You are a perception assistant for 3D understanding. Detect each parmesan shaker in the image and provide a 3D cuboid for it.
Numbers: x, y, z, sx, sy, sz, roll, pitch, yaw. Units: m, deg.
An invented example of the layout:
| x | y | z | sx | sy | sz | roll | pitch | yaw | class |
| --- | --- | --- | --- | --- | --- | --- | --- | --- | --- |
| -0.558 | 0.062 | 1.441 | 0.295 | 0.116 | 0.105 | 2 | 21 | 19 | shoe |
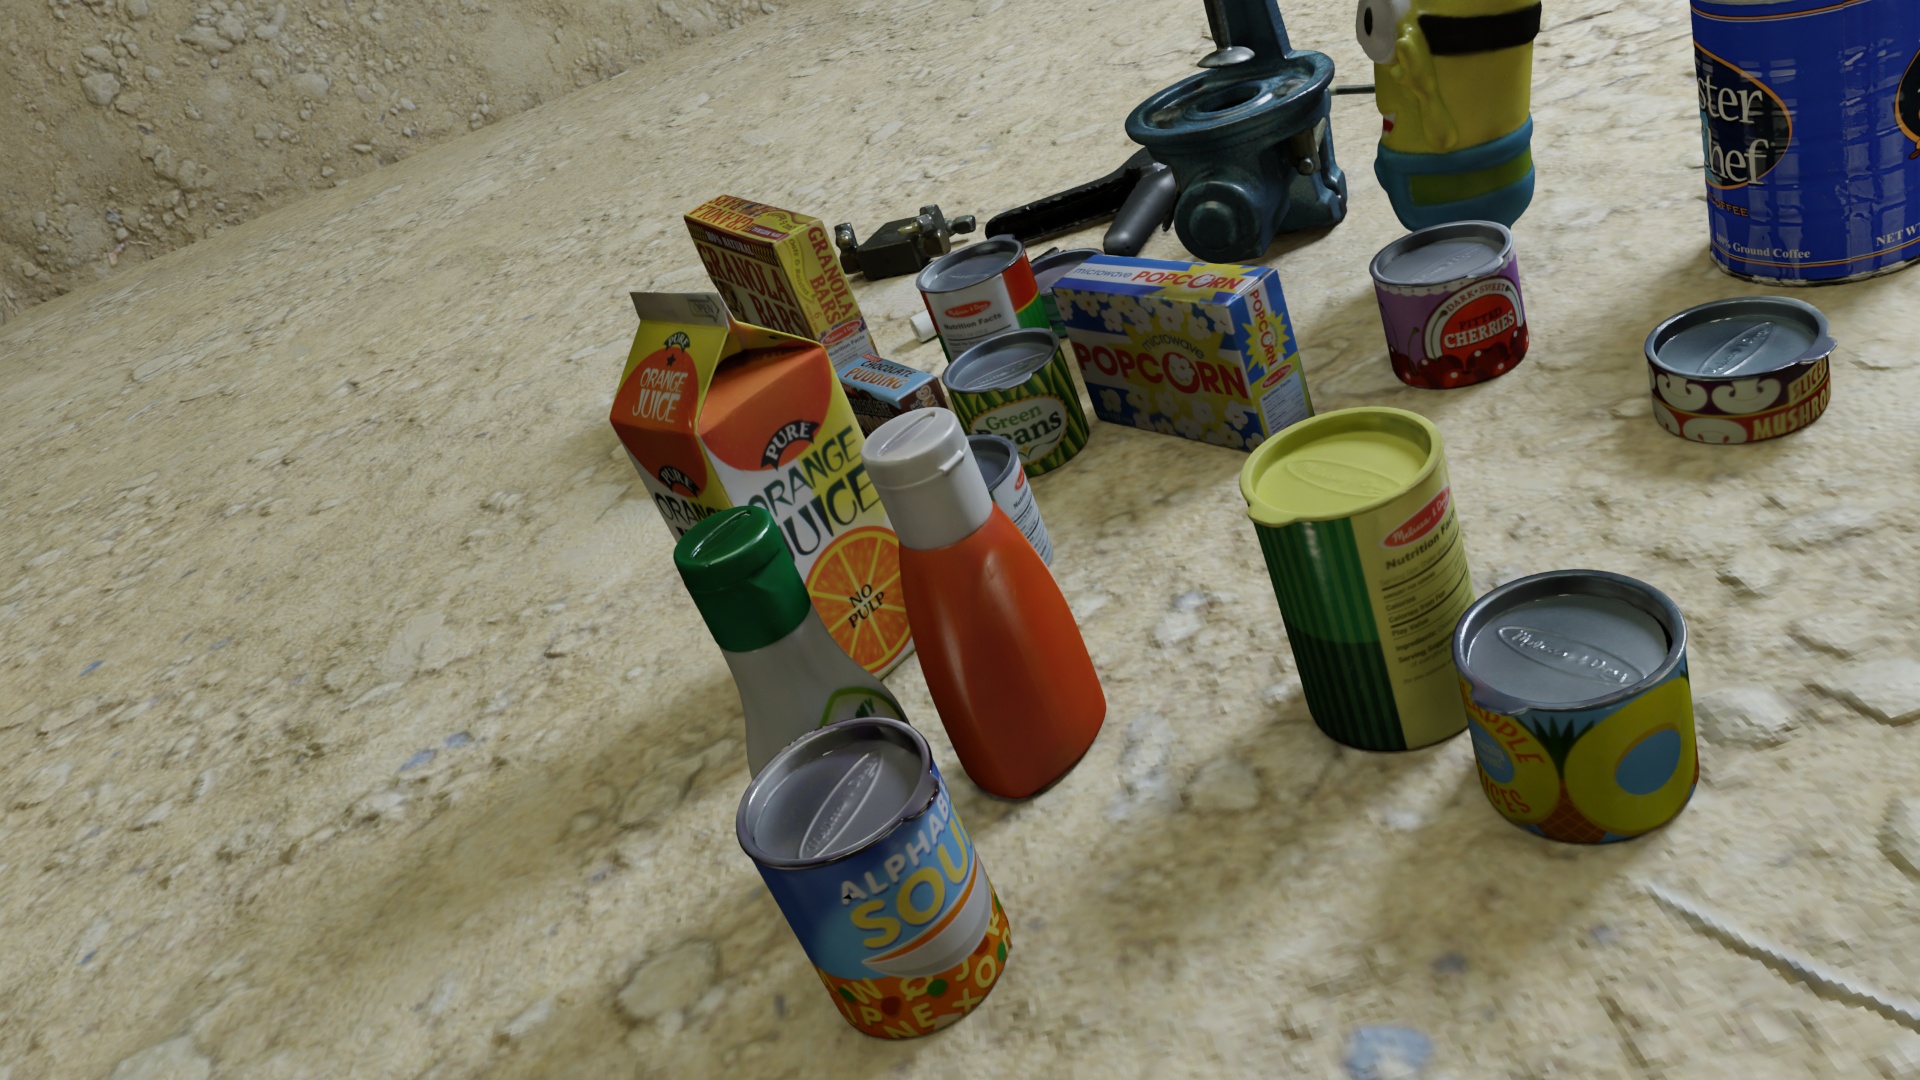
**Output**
| x | y | z | sx | sy | sz | roll | pitch | yaw | class |
| --- | --- | --- | --- | --- | --- | --- | --- | --- | --- |
| 0.139 | 0.016 | 0.481 | 0.071 | 0.102 | 0.071 | -17 | 30 | 10 | parmesan shaker |

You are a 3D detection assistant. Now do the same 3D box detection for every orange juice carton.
| x | y | z | sx | sy | sz | roll | pitch | yaw | class |
| --- | --- | --- | --- | --- | --- | --- | --- | --- | --- |
| -0.085 | -0.024 | 0.608 | 0.072 | 0.192 | 0.073 | 13 | 45 | 47 | orange juice carton |

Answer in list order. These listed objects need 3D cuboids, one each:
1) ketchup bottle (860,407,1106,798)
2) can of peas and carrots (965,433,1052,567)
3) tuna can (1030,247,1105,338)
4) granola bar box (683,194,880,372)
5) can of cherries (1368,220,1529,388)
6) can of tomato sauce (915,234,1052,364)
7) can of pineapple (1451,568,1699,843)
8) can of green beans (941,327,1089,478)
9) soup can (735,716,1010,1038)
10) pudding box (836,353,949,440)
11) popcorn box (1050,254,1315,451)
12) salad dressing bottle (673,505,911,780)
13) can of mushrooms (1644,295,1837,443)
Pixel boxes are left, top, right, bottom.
| x | y | z | sx | sy | sz | roll | pitch | yaw | class |
| --- | --- | --- | --- | --- | --- | --- | --- | --- | --- |
| 0.007 | 0.023 | 0.513 | 0.043 | 0.148 | 0.065 | 12 | 44 | 46 | ketchup bottle |
| 0.002 | -0.008 | 0.660 | 0.071 | 0.058 | 0.071 | -17 | 30 | 10 | can of peas and carrots |
| 0.068 | -0.158 | 0.889 | 0.071 | 0.032 | 0.071 | -17 | 30 | 10 | tuna can |
| -0.118 | -0.160 | 0.926 | 0.039 | 0.123 | 0.166 | -33 | 31 | -17 | granola bar box |
| 0.238 | -0.113 | 0.673 | 0.071 | 0.058 | 0.072 | -17 | 30 | 10 | can of cherries |
| 0.020 | -0.127 | 0.820 | 0.071 | 0.082 | 0.071 | -17 | 30 | 10 | can of tomato sauce |
| 0.190 | 0.052 | 0.433 | 0.071 | 0.057 | 0.071 | -17 | 30 | 10 | can of pineapple |
| 0.030 | -0.073 | 0.749 | 0.071 | 0.057 | 0.071 | -17 | 30 | 10 | can of green beans |
| -0.024 | 0.111 | 0.455 | 0.071 | 0.083 | 0.072 | -17 | 30 | 10 | soup can |
| -0.037 | -0.076 | 0.808 | 0.030 | 0.049 | 0.084 | -34 | 31 | -19 | pudding box |
| 0.110 | -0.097 | 0.706 | 0.038 | 0.085 | 0.127 | -38 | 32 | -25 | popcorn box |
| -0.057 | 0.057 | 0.501 | 0.044 | 0.147 | 0.064 | 7 | 41 | 42 | salad dressing bottle |
| 0.321 | -0.070 | 0.570 | 0.071 | 0.033 | 0.071 | -17 | 30 | 10 | can of mushrooms |
